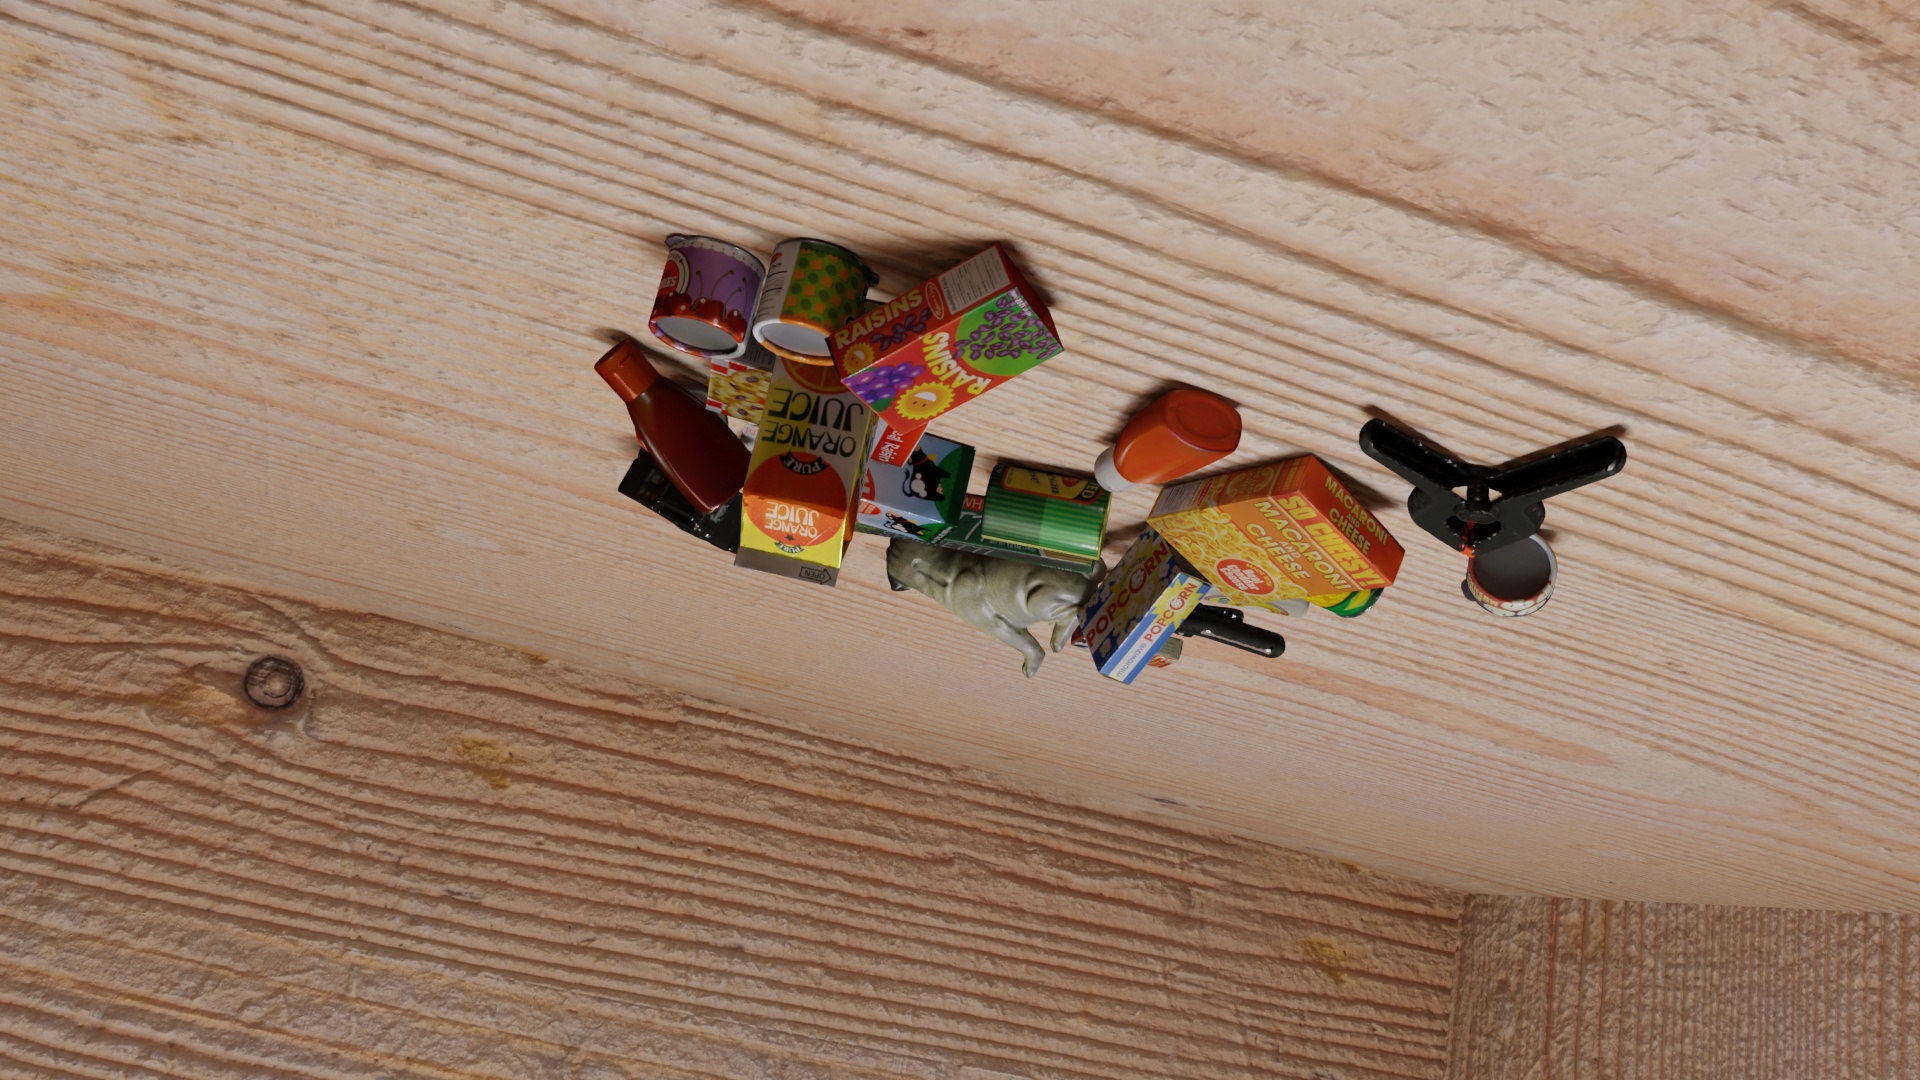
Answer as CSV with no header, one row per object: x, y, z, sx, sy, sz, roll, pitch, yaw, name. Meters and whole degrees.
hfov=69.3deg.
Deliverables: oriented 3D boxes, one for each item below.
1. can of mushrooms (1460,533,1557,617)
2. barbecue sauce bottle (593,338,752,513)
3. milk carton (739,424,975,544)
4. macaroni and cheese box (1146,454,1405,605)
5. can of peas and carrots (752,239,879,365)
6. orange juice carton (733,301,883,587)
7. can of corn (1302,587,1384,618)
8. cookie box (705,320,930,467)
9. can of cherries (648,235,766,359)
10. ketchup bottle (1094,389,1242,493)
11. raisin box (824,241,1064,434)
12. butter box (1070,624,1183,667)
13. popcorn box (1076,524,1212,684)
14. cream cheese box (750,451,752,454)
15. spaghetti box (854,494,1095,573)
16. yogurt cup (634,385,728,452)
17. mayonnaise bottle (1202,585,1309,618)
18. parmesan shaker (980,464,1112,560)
0.429,0.025,1.087,0.071,0.071,0.033,6,161,20,can of mushrooms
-0.232,-0.095,1.119,0.148,0.065,0.043,51,158,-22,barbecue sauce bottle
-0.092,-0.062,1.171,0.191,0.073,0.072,16,163,-11,milk carton
0.250,-0.005,1.113,0.123,0.040,0.166,41,152,-23,macaroni and cheese box
-0.093,-0.151,0.896,0.071,0.059,0.070,12,164,4,can of peas and carrots
-0.099,-0.066,0.947,0.072,0.193,0.073,11,164,1,orange juice carton
0.317,0.024,1.174,0.058,0.071,0.071,22,161,-29,can of corn
-0.107,-0.113,1.070,0.167,0.040,0.122,16,164,-9,cookie box
-0.171,-0.161,0.922,0.071,0.058,0.071,11,164,3,can of cherries
0.145,-0.068,1.026,0.065,0.043,0.148,18,163,-15,ketchup bottle
-0.009,-0.123,0.867,0.123,0.040,0.086,-27,151,14,raisin box
0.168,0.103,1.407,0.103,0.024,0.053,15,163,-10,butter box
0.162,0.055,1.246,0.038,0.085,0.126,25,116,-25,popcorn box
-0.188,-0.071,1.298,0.053,0.024,0.103,17,164,-19,cream cheese box
0.005,-0.016,1.294,0.250,0.050,0.028,10,161,8,spaghetti box
-0.240,-0.098,1.180,0.054,0.072,0.072,7,165,45,yogurt cup
0.255,0.041,1.315,0.148,0.041,0.064,10,169,11,mayonnaise bottle
0.073,-0.024,1.182,0.103,0.071,0.071,11,163,7,parmesan shaker
